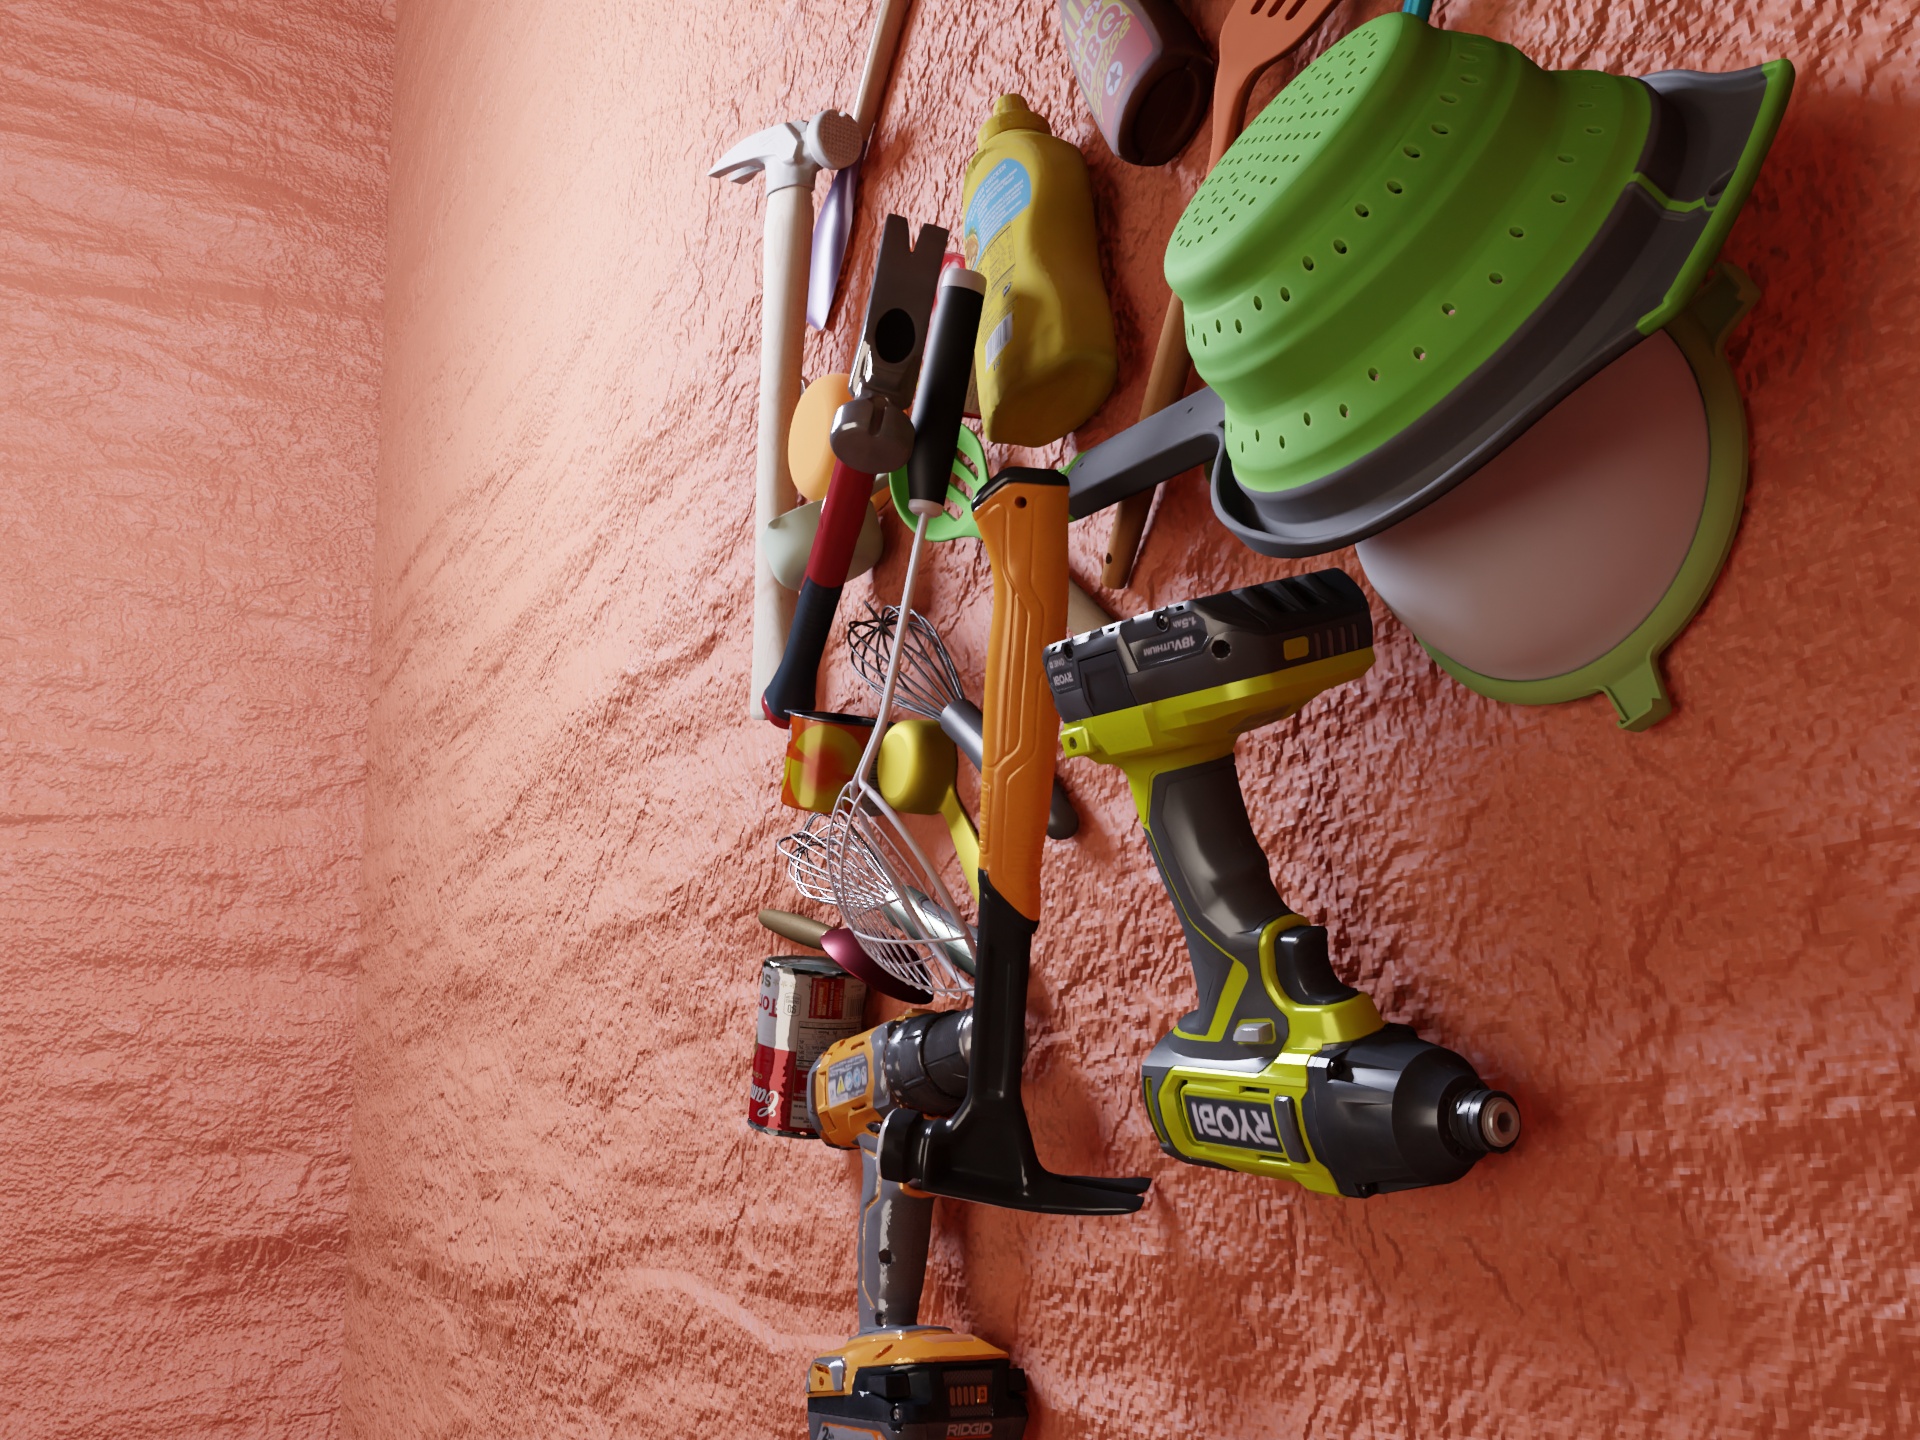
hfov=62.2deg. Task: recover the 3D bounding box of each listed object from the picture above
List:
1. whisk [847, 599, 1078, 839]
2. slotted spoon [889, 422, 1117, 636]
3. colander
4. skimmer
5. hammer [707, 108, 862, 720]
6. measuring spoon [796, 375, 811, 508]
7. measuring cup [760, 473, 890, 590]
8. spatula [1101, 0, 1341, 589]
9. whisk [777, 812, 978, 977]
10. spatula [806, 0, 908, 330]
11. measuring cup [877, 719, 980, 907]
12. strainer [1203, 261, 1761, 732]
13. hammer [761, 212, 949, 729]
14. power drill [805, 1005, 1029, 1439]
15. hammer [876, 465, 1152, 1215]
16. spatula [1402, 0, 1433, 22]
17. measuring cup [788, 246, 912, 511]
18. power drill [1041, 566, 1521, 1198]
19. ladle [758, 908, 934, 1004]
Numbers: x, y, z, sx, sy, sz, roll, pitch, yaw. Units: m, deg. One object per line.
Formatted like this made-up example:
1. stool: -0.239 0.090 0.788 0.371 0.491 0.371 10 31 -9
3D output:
1. whisk: -0.001 -0.004 0.882 0.239 0.055 0.055 46 125 48
2. slotted spoon: 0.041 -0.076 0.832 0.314 0.031 0.070 51 123 47
3. colander: 0.101 -0.152 0.600 0.204 0.094 0.397 -58 18 -20
4. skimmer: -0.001 -0.042 0.811 0.127 0.090 0.363 -175 95 -74
5. hammer: -0.132 -0.206 1.119 0.146 0.038 0.410 4 93 49
6. measuring spoon: -0.118 -0.188 1.149 0.034 0.018 0.124 16 106 47
7. measuring cup: -0.054 -0.126 0.986 0.167 0.083 0.038 -26 77 38
8. spatula: 0.118 -0.211 0.732 0.081 0.041 0.322 45 128 52
9. whisk: -0.039 0.104 0.930 0.246 0.057 0.059 23 97 54
10. spatula: -0.064 -0.423 1.083 0.060 0.018 0.315 50 128 49
11. measuring cup: -0.012 0.059 0.904 0.062 0.029 0.157 -64 34 32
12. strainer: 0.158 -0.093 0.593 0.256 0.069 0.151 21 104 58
13. hammer: -0.070 -0.108 0.906 0.386 0.038 0.143 117 164 -61
14. power drill: -0.018 0.264 0.838 0.185 0.084 0.226 -35 51 51
15. hammer: 0.031 0.057 0.712 0.127 0.034 0.337 5 100 17
16. spatula: 0.187 -0.335 0.602 0.082 0.044 0.317 -77 10 -67
17. measuring cup: -0.069 -0.221 1.023 0.095 0.052 0.173 34 116 57
18. power drill: 0.118 0.064 0.599 0.171 0.080 0.223 -16 89 59
19. ladle: -0.085 0.135 0.983 0.031 0.069 0.315 -66 18 -10
